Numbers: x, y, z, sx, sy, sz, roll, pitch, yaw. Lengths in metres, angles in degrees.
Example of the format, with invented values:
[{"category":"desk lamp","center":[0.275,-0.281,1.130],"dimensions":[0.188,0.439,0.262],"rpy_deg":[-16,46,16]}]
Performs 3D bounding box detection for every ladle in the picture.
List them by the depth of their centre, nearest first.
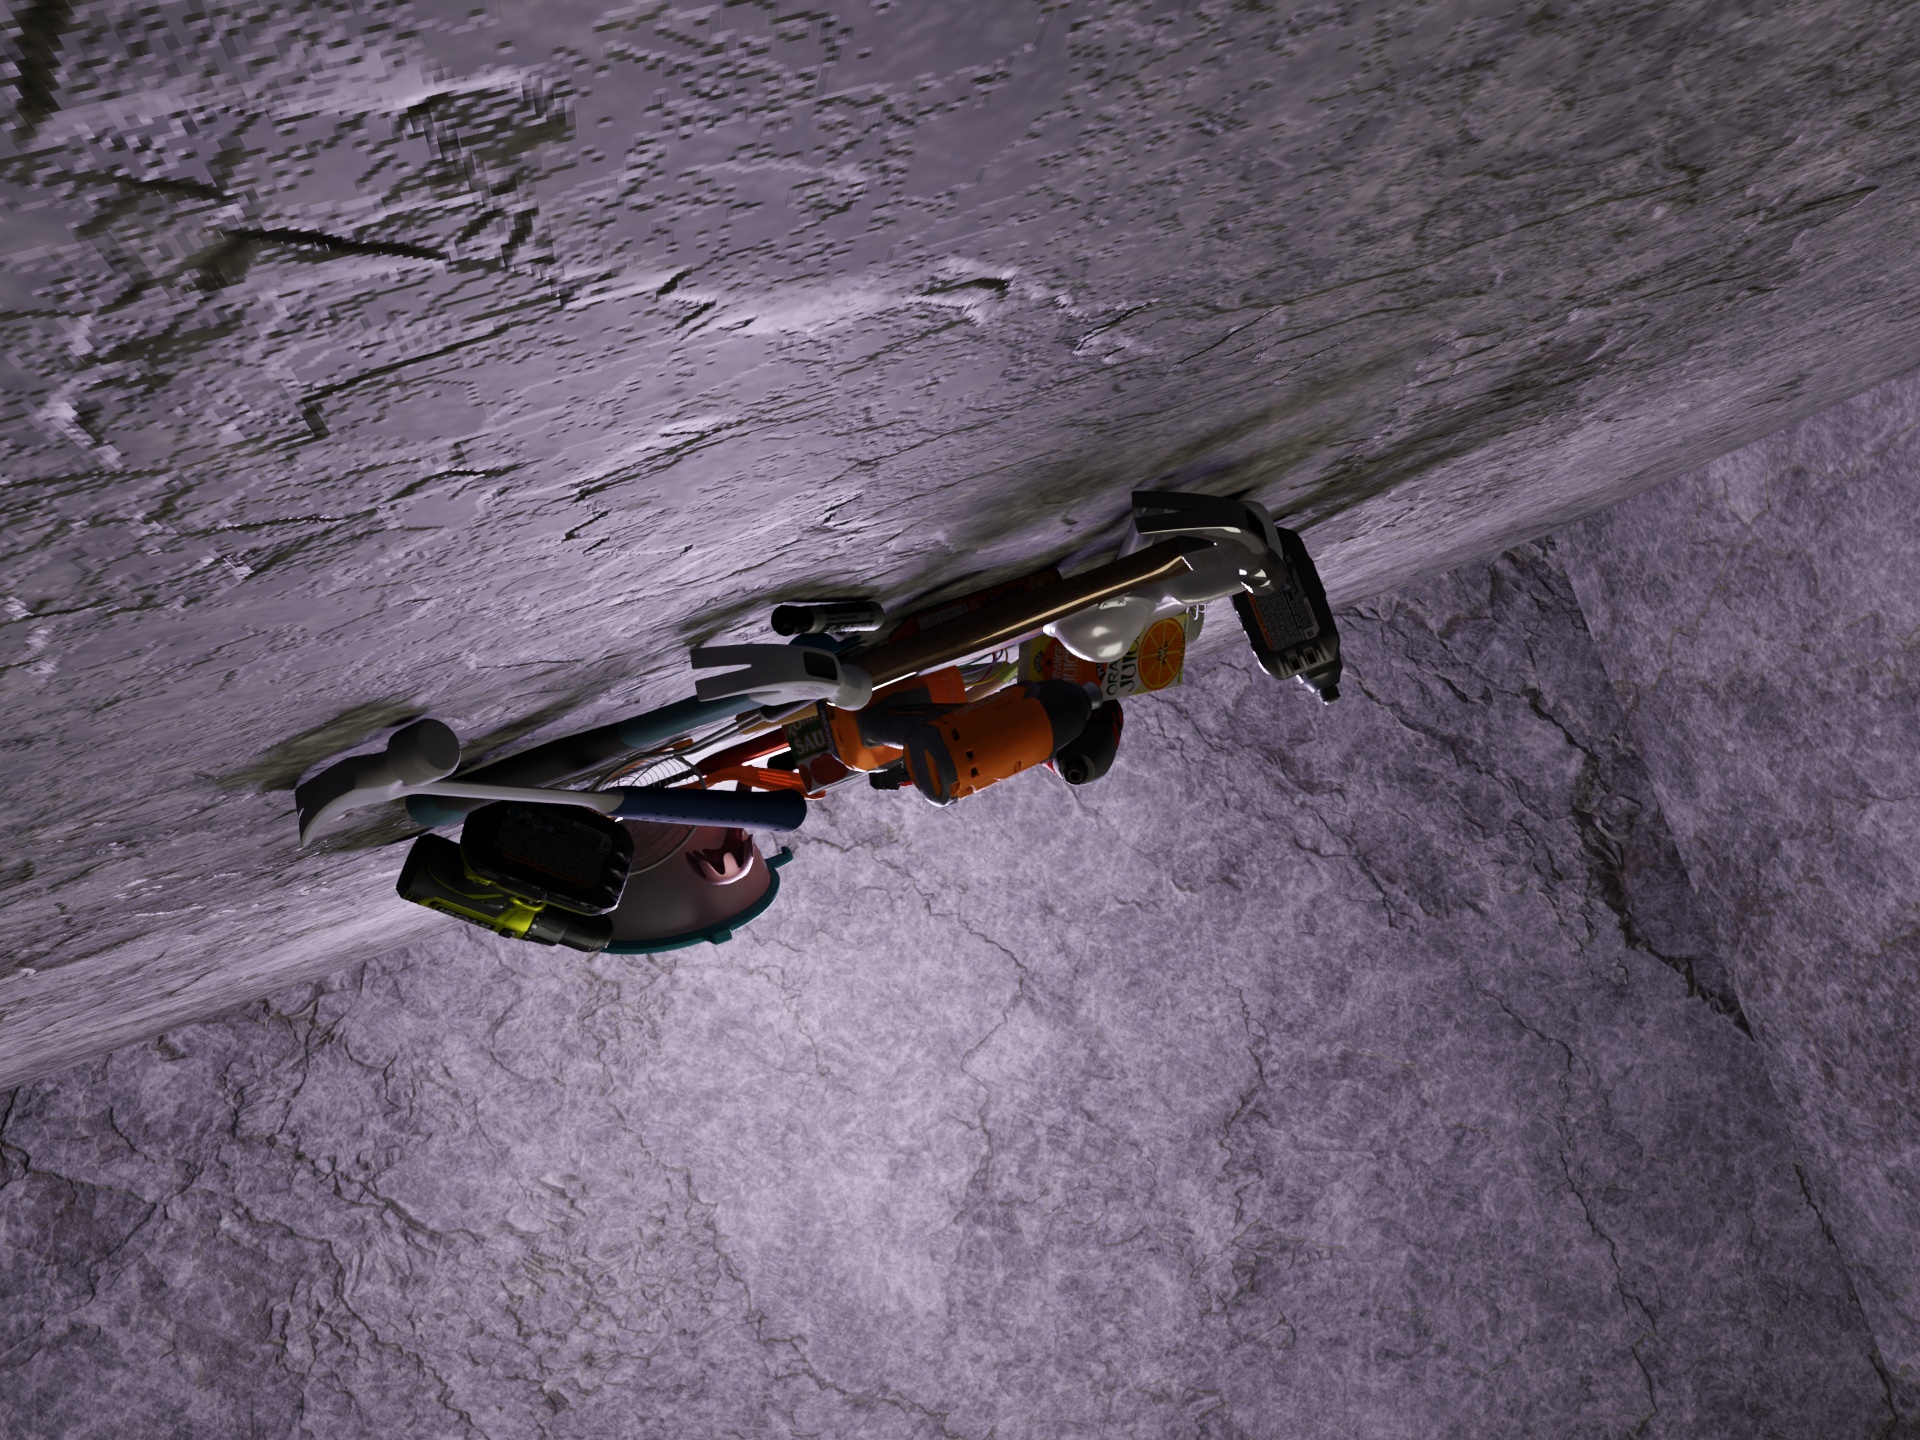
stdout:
[{"category":"ladle","center":[0.029,-0.021,1.606],"dimensions":[0.320,0.062,0.078],"rpy_deg":[-32,177,29]}]

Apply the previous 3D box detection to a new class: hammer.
[{"category":"hammer","center":[-0.246,0.053,1.058],"dimensions":[0.144,0.035,0.405],"rpy_deg":[-21,164,28]},{"category":"hammer","center":[-0.230,0.014,1.060],"dimensions":[0.331,0.033,0.128],"rpy_deg":[-18,164,21]},{"category":"hammer","center":[0.045,-0.075,1.076],"dimensions":[0.331,0.031,0.130],"rpy_deg":[-19,151,21]},{"category":"hammer","center":[-0.213,0.032,1.554],"dimensions":[0.359,0.037,0.149],"rpy_deg":[-20,176,4]}]

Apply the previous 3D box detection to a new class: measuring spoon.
[{"category":"measuring spoon","center":[-0.094,-0.056,1.107],"dimensions":[0.042,0.021,0.128],"rpy_deg":[-22,-175,14]},{"category":"measuring spoon","center":[-0.285,0.039,1.438],"dimensions":[0.117,0.011,0.021],"rpy_deg":[-22,176,30]}]

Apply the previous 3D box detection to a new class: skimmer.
[{"category":"skimmer","center":[-0.193,0.039,1.323],"dimensions":[0.127,0.090,0.363],"rpy_deg":[9,154,-45]}]

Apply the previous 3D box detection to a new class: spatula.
[{"category":"spatula","center":[-0.287,0.083,1.481],"dimensions":[0.322,0.041,0.081],"rpy_deg":[-14,-165,-6]}]

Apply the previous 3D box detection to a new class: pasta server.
[{"category":"pasta server","center":[-0.215,0.089,1.515],"dimensions":[0.060,0.040,0.316],"rpy_deg":[-16,-163,1]}]

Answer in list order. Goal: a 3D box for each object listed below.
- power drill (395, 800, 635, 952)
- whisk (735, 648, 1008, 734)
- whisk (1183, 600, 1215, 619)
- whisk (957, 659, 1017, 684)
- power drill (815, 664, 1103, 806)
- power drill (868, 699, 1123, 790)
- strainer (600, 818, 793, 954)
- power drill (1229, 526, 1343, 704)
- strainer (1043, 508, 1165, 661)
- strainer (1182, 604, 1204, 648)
[{"category":"power drill","center":[-0.364,0.138,1.358],"dimensions":[0.190,0.080,0.228],"rpy_deg":[25,152,-21]},{"category":"whisk","center":[-0.075,-0.028,1.381],"dimensions":[0.245,0.047,0.051],"rpy_deg":[-17,177,-8]},{"category":"whisk","center":[0.212,-0.132,1.436],"dimensions":[0.055,0.055,0.239],"rpy_deg":[-20,171,-1]},{"category":"whisk","center":[0.054,-0.052,1.715],"dimensions":[0.058,0.059,0.246],"rpy_deg":[-38,162,36]},{"category":"power drill","center":[-0.002,-0.004,1.258],"dimensions":[0.164,0.084,0.227],"rpy_deg":[-23,-161,-25]},{"category":"power drill","center":[0.032,0.016,1.427],"dimensions":[0.219,0.078,0.143],"rpy_deg":[3,-157,10]},{"category":"strainer","center":[-0.348,0.141,1.561],"dimensions":[0.340,0.095,0.211],"rpy_deg":[-2,-160,15]},{"category":"power drill","center":[0.319,-0.099,1.522],"dimensions":[0.080,0.171,0.223],"rpy_deg":[-22,173,16]},{"category":"strainer","center":[0.113,-0.094,1.134],"dimensions":[0.087,0.050,0.258],"rpy_deg":[-9,159,-9]},{"category":"strainer","center":[0.216,-0.096,1.761],"dimensions":[0.151,0.069,0.256],"rpy_deg":[-21,175,12]}]
